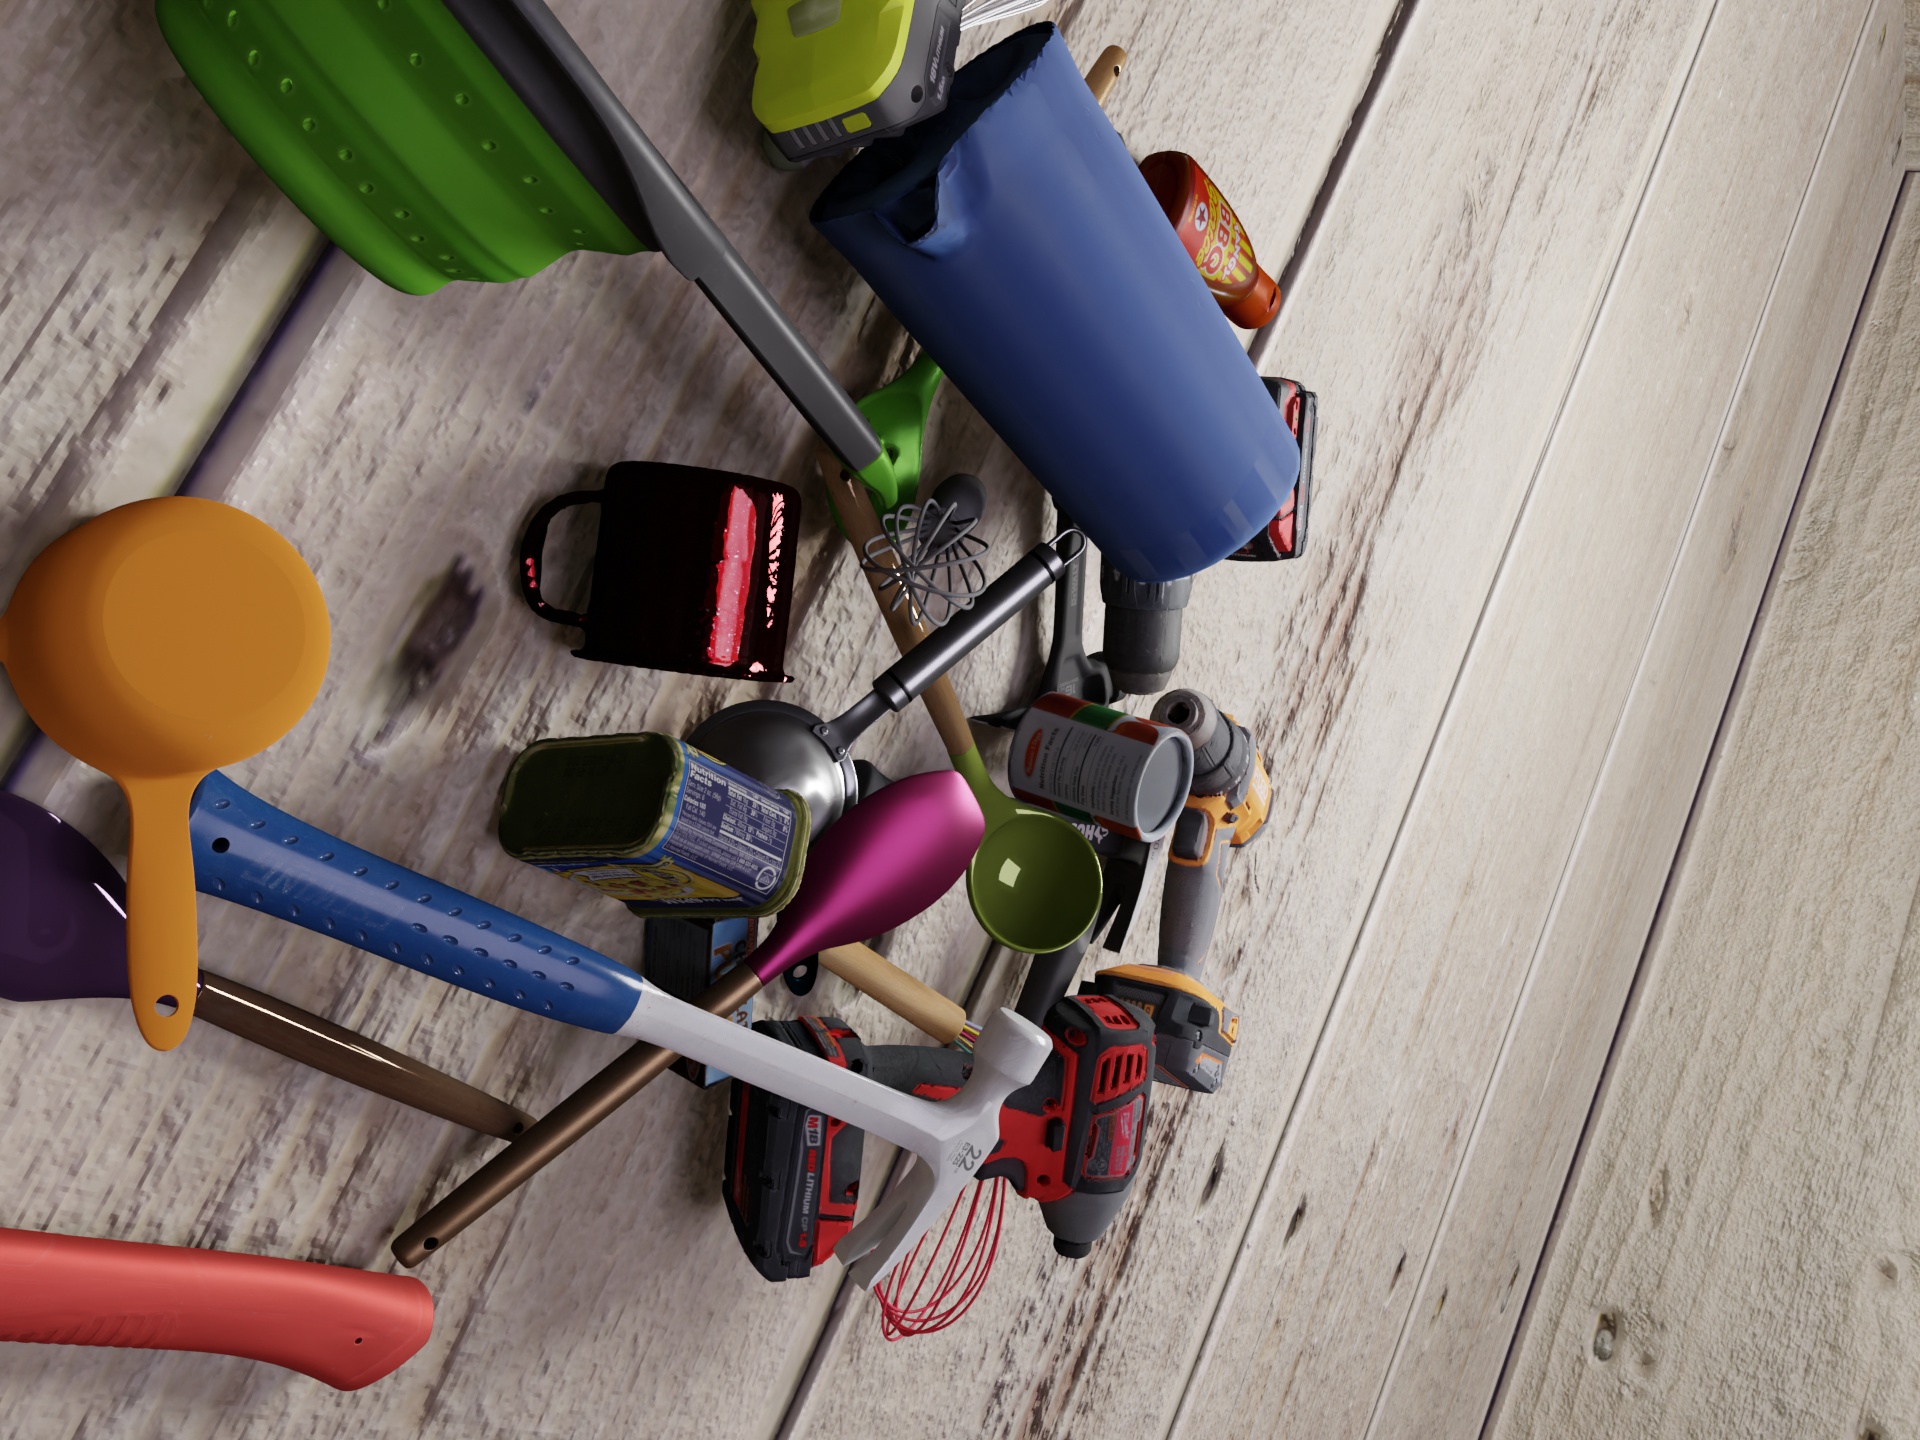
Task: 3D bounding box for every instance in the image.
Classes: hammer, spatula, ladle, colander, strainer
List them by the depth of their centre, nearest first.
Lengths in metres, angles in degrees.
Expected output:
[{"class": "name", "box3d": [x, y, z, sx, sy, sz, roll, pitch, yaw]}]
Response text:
[{"class": "hammer", "box3d": [-0.314, 0.173, 0.516, 0.358, 0.037, 0.149, 35, 74, -52]}, {"class": "colander", "box3d": [-0.139, -0.166, 0.553, 0.094, 0.205, 0.396, -37, 145, 4]}, {"class": "spatula", "box3d": [-0.259, 0.104, 0.579, 0.315, 0.018, 0.060, 47, 62, -49]}, {"class": "hammer", "box3d": [-0.132, 0.126, 0.652, 0.405, 0.035, 0.144, 33, 88, -36]}, {"class": "strainer", "box3d": [-0.039, -0.010, 0.739, 0.258, 0.050, 0.087, -40, 95, -10]}, {"class": "ladle", "box3d": [-0.001, -0.003, 0.802, 0.078, 0.062, 0.319, -39, 129, -19]}, {"class": "hammer", "box3d": [0.061, -0.158, 0.903, 0.127, 0.034, 0.336, -20, 118, -50]}, {"class": "hammer", "box3d": [0.029, 0.066, 0.940, 0.334, 0.035, 0.146, 9, 94, -54]}]

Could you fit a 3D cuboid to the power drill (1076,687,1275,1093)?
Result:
[{"class": "power drill", "box3d": [0.135, 0.101, 0.977, 0.185, 0.084, 0.226, 48, 54, -62]}]

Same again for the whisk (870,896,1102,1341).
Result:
[{"class": "whisk", "box3d": [0.020, 0.230, 0.945, 0.073, 0.073, 0.296, 31, 80, -53]}]

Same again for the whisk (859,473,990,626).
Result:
[{"class": "whisk", "box3d": [-0.006, -0.090, 0.743, 0.239, 0.055, 0.055, -73, 166, -72]}]

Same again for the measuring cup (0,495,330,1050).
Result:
[{"class": "measuring cup", "box3d": [-0.241, 0.015, 0.494, 0.095, 0.052, 0.174, 2, 80, -43]}]

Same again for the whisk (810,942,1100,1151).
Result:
[{"class": "whisk", "box3d": [0.014, 0.178, 0.881, 0.244, 0.047, 0.051, 37, 79, -25]}]

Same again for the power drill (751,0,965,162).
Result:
[{"class": "power drill", "box3d": [-0.089, -0.313, 0.577, 0.228, 0.080, 0.191, 36, 55, -53]}]

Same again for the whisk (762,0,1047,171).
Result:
[{"class": "whisk", "box3d": [-0.007, -0.326, 0.742, 0.246, 0.059, 0.057, -48, 164, -26]}]

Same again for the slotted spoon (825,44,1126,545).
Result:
[{"class": "slotted spoon", "box3d": [0.011, -0.221, 0.806, 0.314, 0.031, 0.070, -61, 143, -15]}]

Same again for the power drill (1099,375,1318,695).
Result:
[{"class": "power drill", "box3d": [0.140, -0.122, 0.944, 0.226, 0.080, 0.188, -21, 116, -61]}]

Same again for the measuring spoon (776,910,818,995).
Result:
[{"class": "measuring spoon", "box3d": [-0.088, 0.084, 0.803, 0.042, 0.021, 0.128, -15, 122, -21]}]

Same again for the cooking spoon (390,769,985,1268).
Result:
[{"class": "cooking spoon", "box3d": [-0.112, 0.129, 0.705, 0.319, 0.017, 0.068, -38, 119, -18]}]

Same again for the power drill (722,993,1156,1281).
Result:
[{"class": "power drill", "box3d": [-0.006, 0.219, 0.825, 0.219, 0.079, 0.143, 1, 103, -22]}]
